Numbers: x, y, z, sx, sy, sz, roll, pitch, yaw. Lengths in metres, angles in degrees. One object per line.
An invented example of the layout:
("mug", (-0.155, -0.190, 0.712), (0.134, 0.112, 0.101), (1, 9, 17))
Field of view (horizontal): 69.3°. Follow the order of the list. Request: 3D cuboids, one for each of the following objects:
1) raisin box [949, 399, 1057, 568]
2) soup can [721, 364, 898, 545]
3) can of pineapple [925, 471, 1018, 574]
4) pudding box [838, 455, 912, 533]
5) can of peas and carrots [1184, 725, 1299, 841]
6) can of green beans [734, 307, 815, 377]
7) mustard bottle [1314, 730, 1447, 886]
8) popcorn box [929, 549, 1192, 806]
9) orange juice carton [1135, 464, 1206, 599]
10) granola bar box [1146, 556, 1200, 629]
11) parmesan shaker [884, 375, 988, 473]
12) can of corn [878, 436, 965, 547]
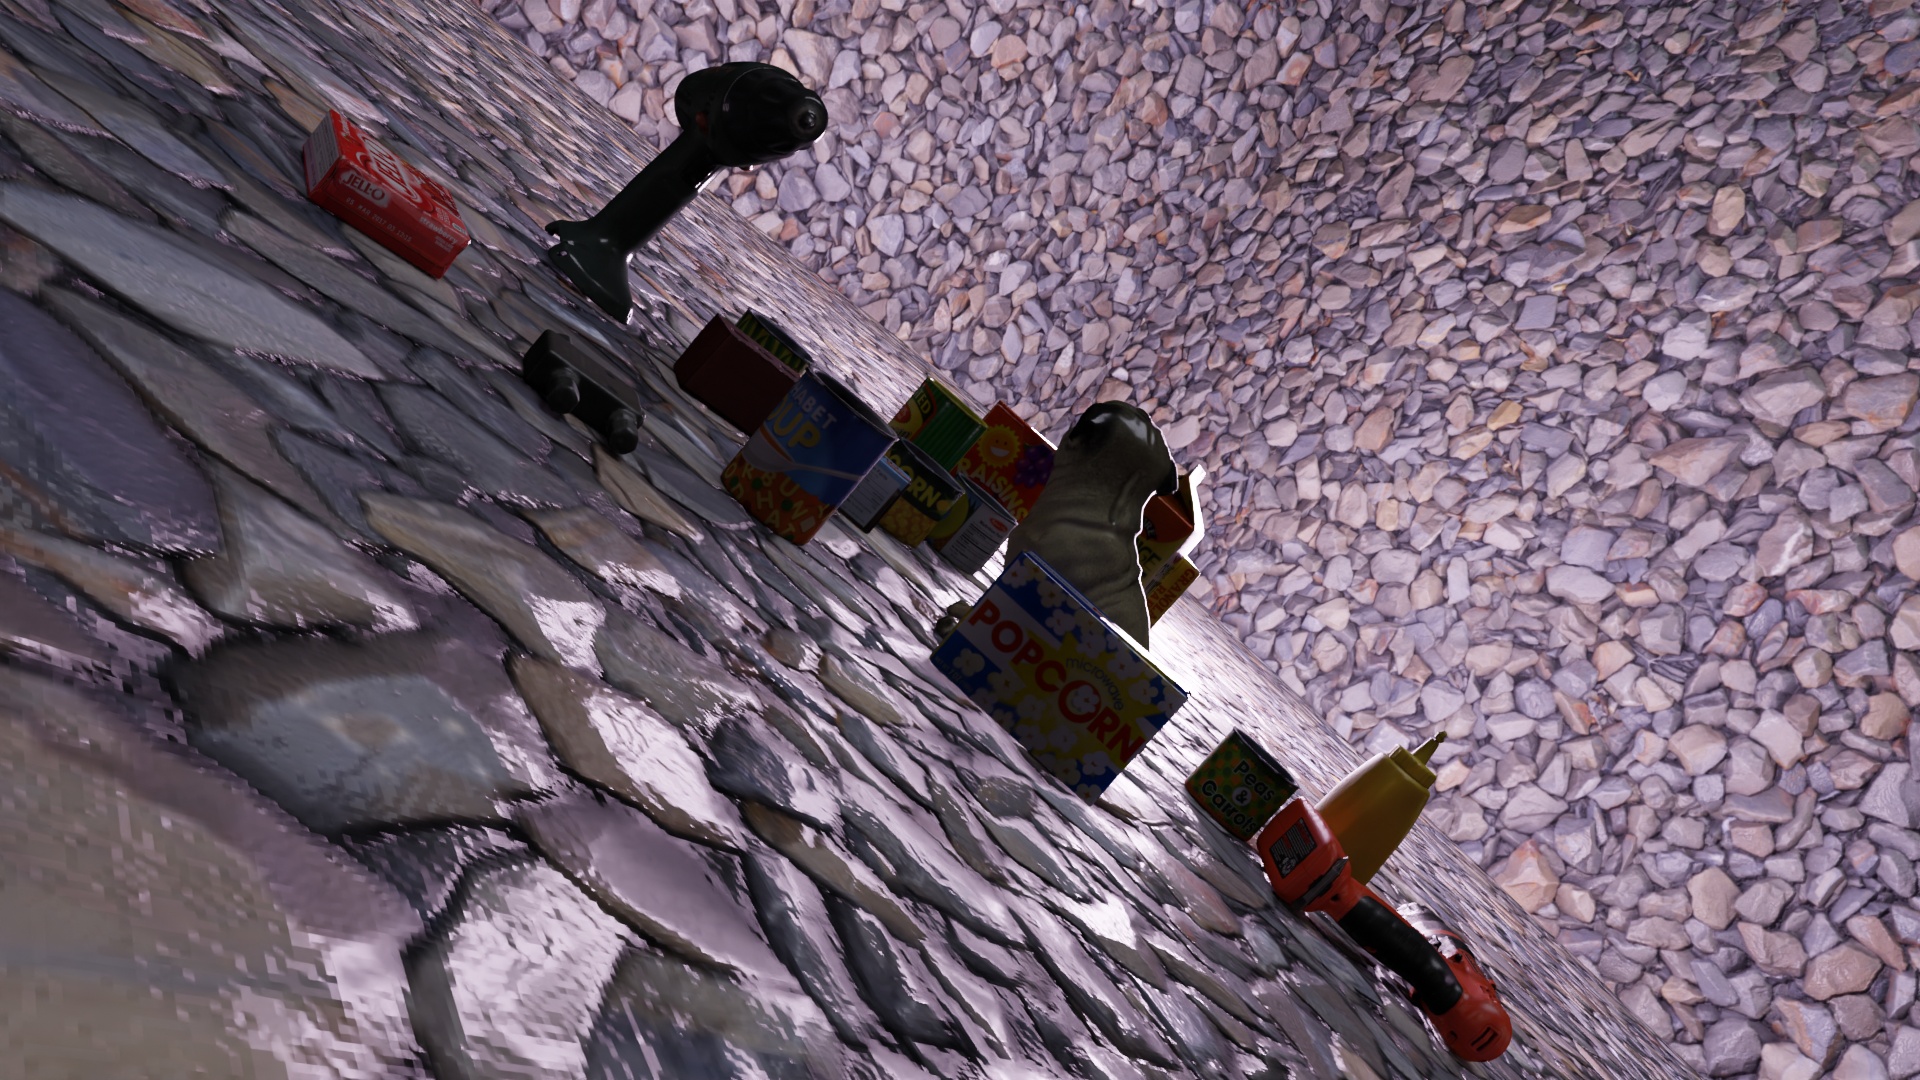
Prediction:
("raisin box", (0.026, -0.050, 1.221), (0.086, 0.123, 0.040), (41, 7, -3))
("soup can", (-0.090, -0.050, 0.803), (0.071, 0.083, 0.071), (40, 7, -6))
("can of pineapple", (0.004, -0.015, 1.158), (0.071, 0.058, 0.071), (40, 7, -6))
("pudding box", (-0.081, -0.051, 0.979), (0.083, 0.049, 0.030), (40, 7, -5))
("can of peas and carrots", (0.212, 0.185, 1.050), (0.071, 0.058, 0.071), (40, 7, -6))
("can of green beans", (-0.154, -0.134, 1.060), (0.071, 0.057, 0.071), (40, 7, -6))
("mustard bottle", (0.319, 0.206, 1.070), (0.065, 0.160, 0.049), (38, 8, -21))
("popcorn box", (0.057, 0.077, 0.795), (0.127, 0.085, 0.038), (42, 7, 7))
("orange juice carton", (0.144, 0.010, 1.197), (0.073, 0.192, 0.072), (43, 7, 16))
("granola bar box", (0.162, 0.050, 1.318), (0.039, 0.124, 0.166), (40, 7, -5))
("parmesan shaker", (-0.034, -0.074, 1.137), (0.071, 0.103, 0.071), (40, 7, -6))
("can of corn", (-0.040, -0.037, 1.063), (0.071, 0.058, 0.071), (40, 7, -6))
